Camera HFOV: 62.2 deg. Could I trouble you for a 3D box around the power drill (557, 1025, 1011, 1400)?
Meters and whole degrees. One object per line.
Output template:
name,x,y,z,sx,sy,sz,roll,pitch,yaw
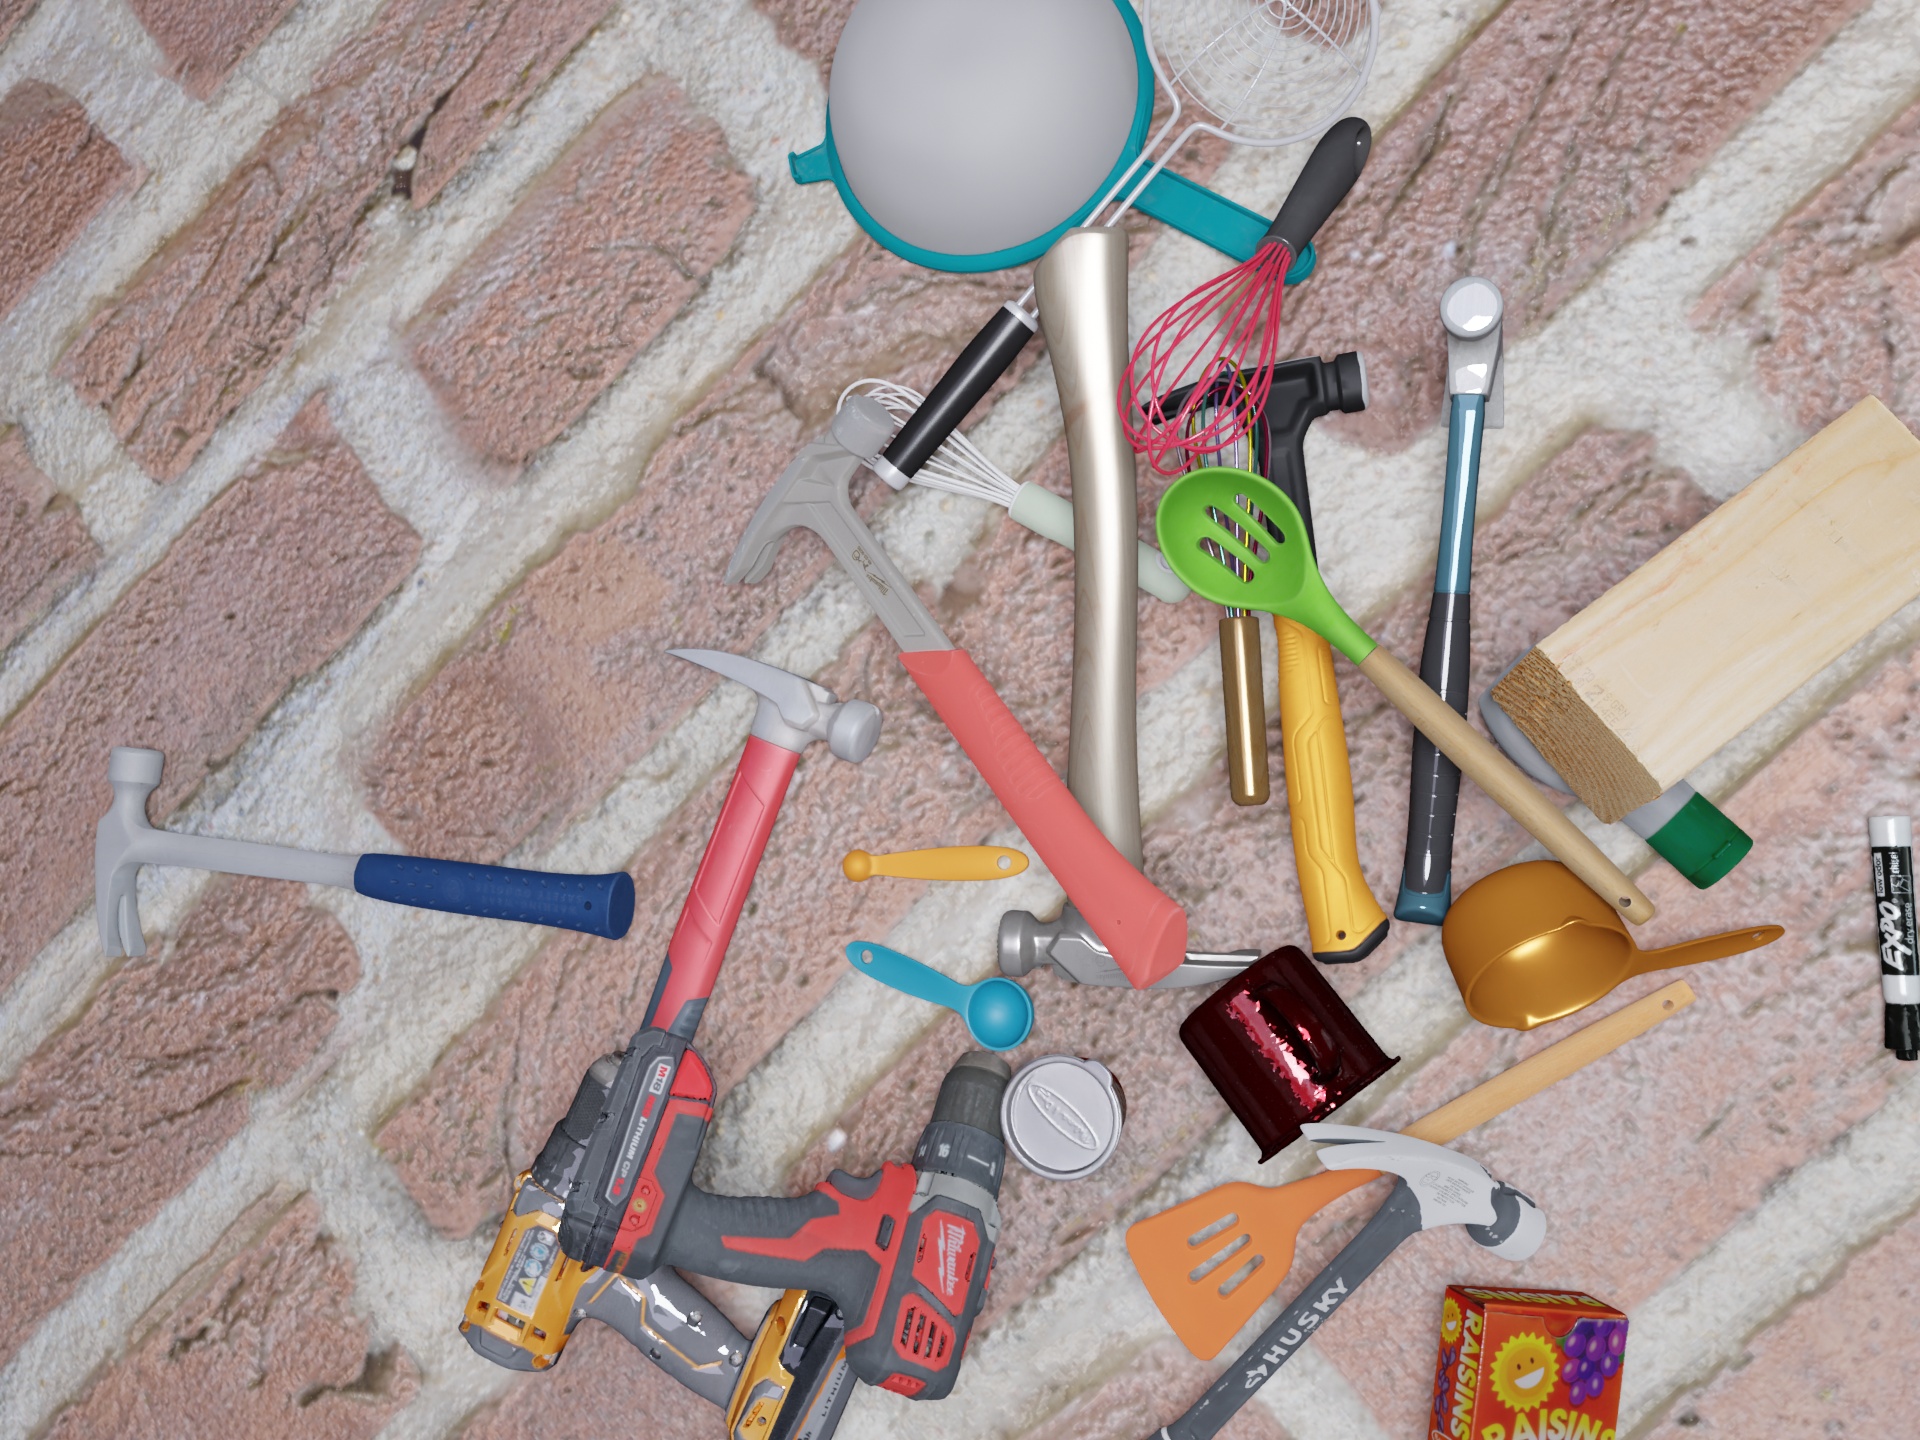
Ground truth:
power drill,-0.083,0.241,0.861,0.226,0.080,0.188,21,56,-5

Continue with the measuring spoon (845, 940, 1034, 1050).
measuring spoon,-0.011,0.156,0.939,0.129,0.021,0.042,19,95,27

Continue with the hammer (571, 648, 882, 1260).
hammer,-0.179,0.148,0.976,0.143,0.038,0.386,21,91,19

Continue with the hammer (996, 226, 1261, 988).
hammer,0.088,-0.054,0.863,0.146,0.038,0.410,1,100,16

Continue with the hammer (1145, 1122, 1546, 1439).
hammer,0.122,0.371,0.836,0.149,0.036,0.409,33,103,-26

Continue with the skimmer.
skimmer,0.072,-0.267,0.859,0.127,0.090,0.363,40,101,-7

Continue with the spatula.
spatula,0.241,0.225,0.839,0.322,0.041,0.081,-33,84,10

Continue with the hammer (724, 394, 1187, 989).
hammer,-0.001,-0.003,0.872,0.149,0.036,0.359,-49,66,33

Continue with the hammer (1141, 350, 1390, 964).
hammer,0.182,-0.034,0.881,0.127,0.034,0.337,-8,80,15

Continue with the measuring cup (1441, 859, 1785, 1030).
measuring cup,0.332,0.105,0.817,0.173,0.095,0.052,-8,47,-8

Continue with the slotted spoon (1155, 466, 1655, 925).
slotted spoon,0.222,-0.013,0.796,0.314,0.031,0.070,45,117,11

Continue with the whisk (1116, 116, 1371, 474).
whisk,0.159,-0.234,0.841,0.073,0.073,0.296,23,58,18

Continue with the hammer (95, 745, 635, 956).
hammer,-0.404,0.106,1.049,0.405,0.035,0.144,5,86,17

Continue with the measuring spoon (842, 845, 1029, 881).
measuring spoon,-0.016,0.085,0.946,0.117,0.011,0.021,-3,84,17

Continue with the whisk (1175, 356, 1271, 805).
whisk,0.148,-0.076,0.862,0.047,0.051,0.245,-6,84,35

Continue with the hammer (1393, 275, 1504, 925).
hammer,0.256,-0.053,0.835,0.033,0.128,0.331,5,95,19

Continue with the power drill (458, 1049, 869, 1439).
power drill,-0.154,0.311,0.911,0.226,0.084,0.185,23,91,7

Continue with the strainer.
strainer,0.054,-0.350,0.926,0.340,0.095,0.211,34,94,18

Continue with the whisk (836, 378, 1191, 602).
whisk,0.028,-0.134,0.942,0.246,0.058,0.059,31,128,14
